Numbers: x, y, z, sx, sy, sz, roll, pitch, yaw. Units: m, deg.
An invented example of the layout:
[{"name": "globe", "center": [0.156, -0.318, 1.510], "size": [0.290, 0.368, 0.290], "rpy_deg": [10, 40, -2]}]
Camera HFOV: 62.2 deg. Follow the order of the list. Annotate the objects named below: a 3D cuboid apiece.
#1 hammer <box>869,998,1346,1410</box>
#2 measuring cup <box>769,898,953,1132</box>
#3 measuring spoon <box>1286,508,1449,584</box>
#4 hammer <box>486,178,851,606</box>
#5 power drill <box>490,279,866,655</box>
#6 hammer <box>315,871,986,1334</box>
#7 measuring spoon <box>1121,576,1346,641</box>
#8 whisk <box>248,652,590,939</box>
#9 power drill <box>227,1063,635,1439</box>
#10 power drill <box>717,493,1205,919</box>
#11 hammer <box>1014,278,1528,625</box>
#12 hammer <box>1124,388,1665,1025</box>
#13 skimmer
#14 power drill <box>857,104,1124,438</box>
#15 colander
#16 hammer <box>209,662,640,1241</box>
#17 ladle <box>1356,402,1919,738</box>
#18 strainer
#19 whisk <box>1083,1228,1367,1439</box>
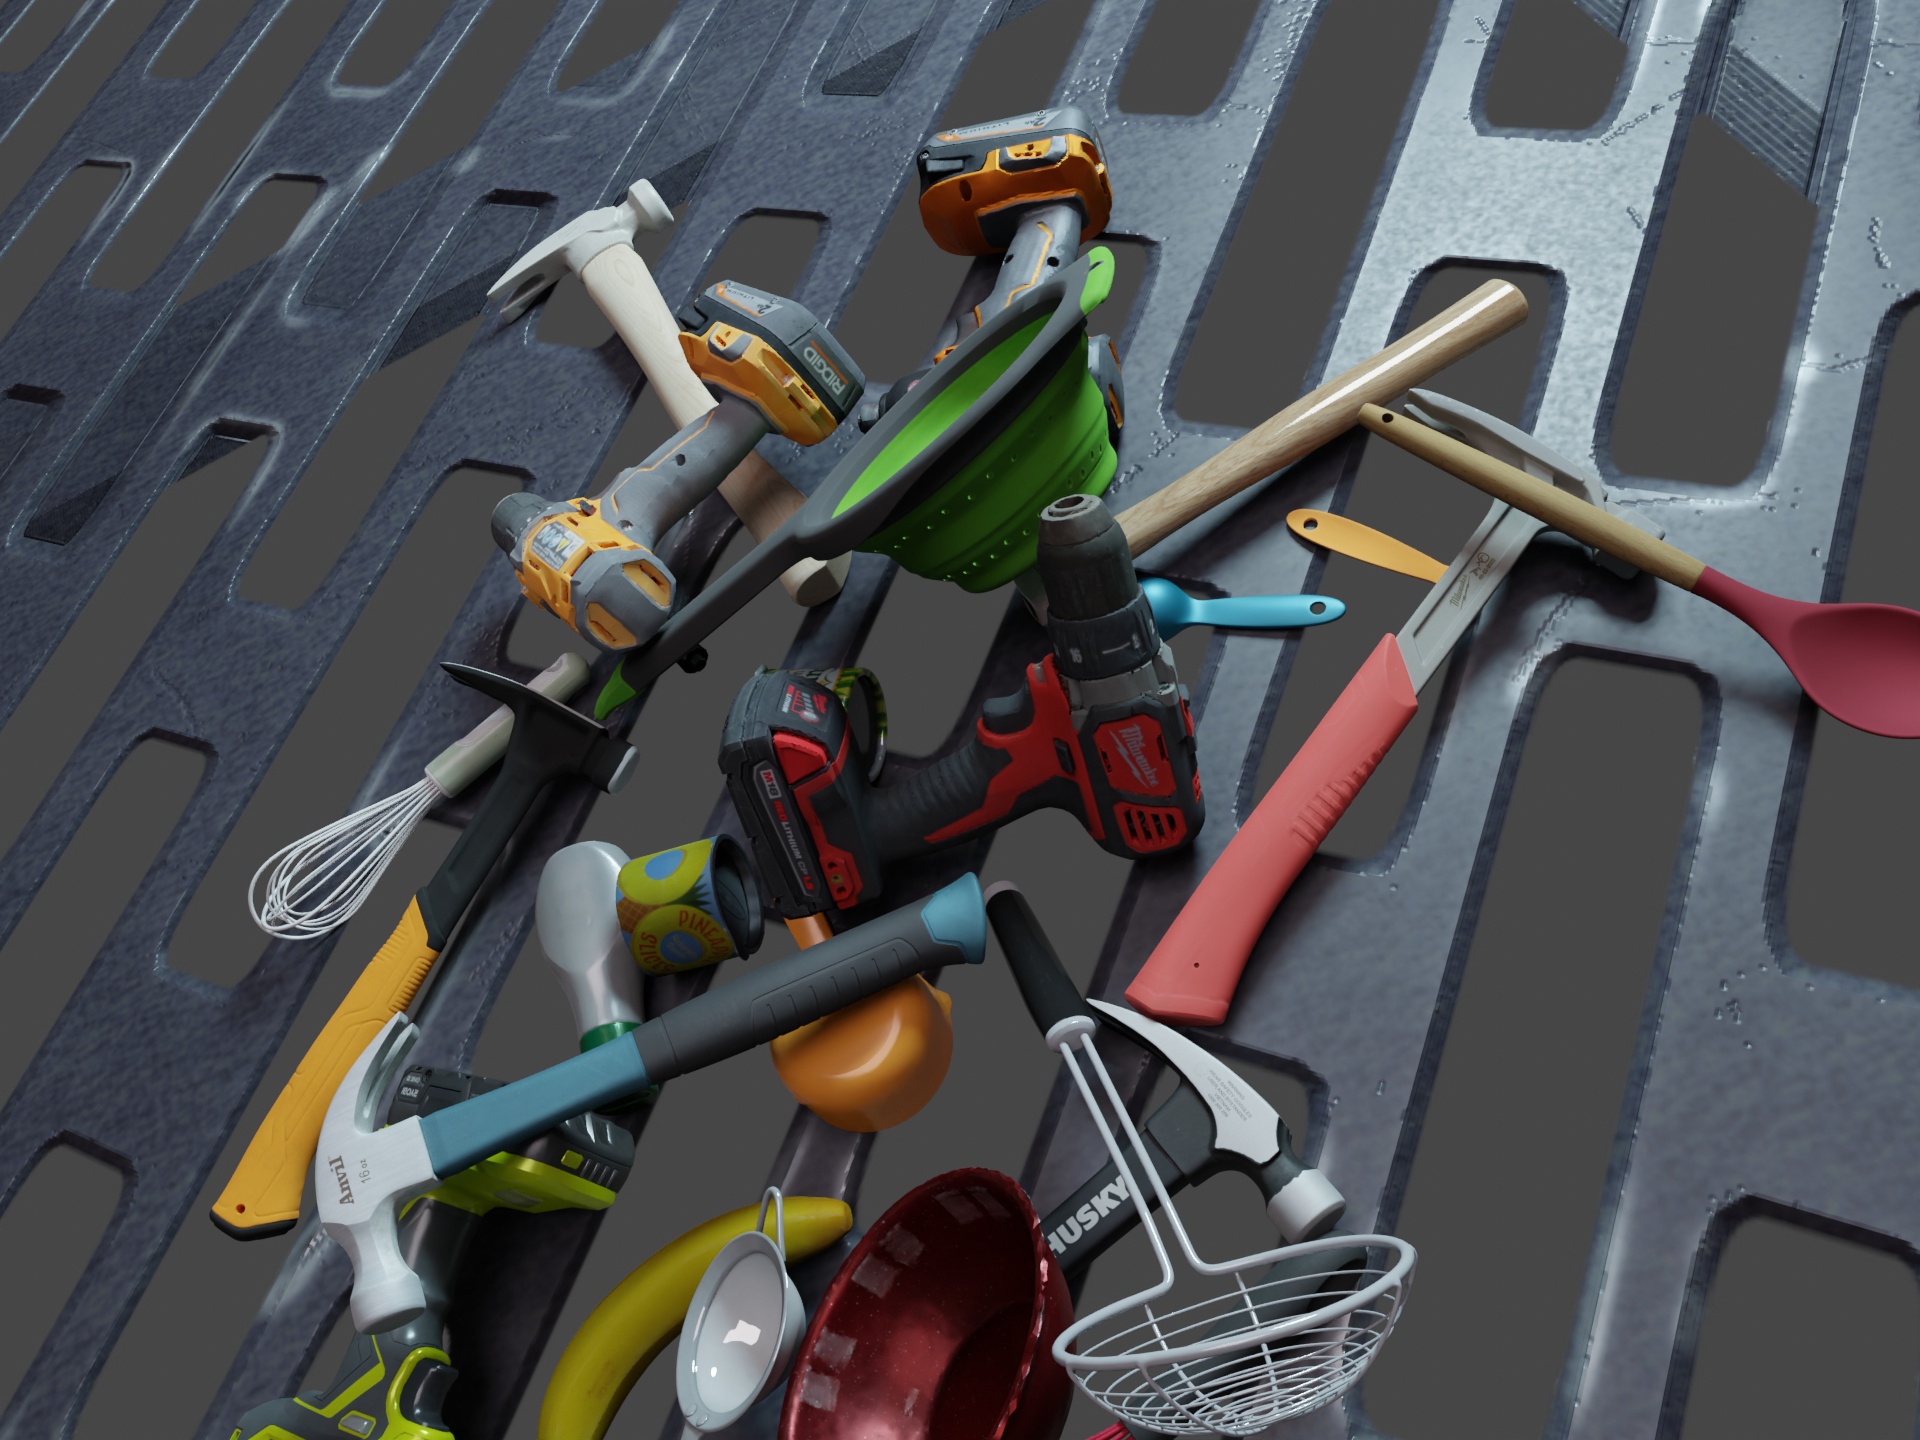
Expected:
[{"name": "hammer", "center": [0.001, 0.270, 0.725], "size": [0.335, 0.035, 0.146], "rpy_deg": [-39, 57, -5]}, {"name": "measuring cup", "center": [-0.072, 0.127, 0.820], "size": [0.095, 0.052, 0.174], "rpy_deg": [-32, 58, 0]}, {"name": "measuring spoon", "center": [0.228, -0.091, 0.868], "size": [0.117, 0.011, 0.021], "rpy_deg": [29, 75, 34]}, {"name": "hammer", "center": [-0.192, -0.215, 1.068], "size": [0.146, 0.038, 0.411], "rpy_deg": [-35, 57, 0]}, {"name": "power drill", "center": [-0.184, -0.157, 0.961], "size": [0.226, 0.084, 0.185], "rpy_deg": [-50, 41, -7]}, {"name": "hammer", "center": [-0.135, 0.154, 0.744], "size": [0.331, 0.033, 0.128], "rpy_deg": [-22, 66, -12]}, {"name": "measuring spoon", "center": [0.145, -0.064, 0.871], "size": [0.128, 0.021, 0.042], "rpy_deg": [1, 62, 22]}, {"name": "whisk", "center": [-0.323, 0.042, 0.963], "size": [0.246, 0.059, 0.058], "rpy_deg": [-42, 29, -12]}, {"name": "power drill", "center": [-0.243, 0.291, 0.754], "size": [0.190, 0.080, 0.229], "rpy_deg": [-1, 60, 37]}, {"name": "power drill", "center": [-0.001, -0.003, 0.790], "size": [0.226, 0.187, 0.080], "rpy_deg": [-13, 26, 9]}, {"name": "hammer", "center": [0.174, -0.155, 0.898], "size": [0.331, 0.031, 0.130], "rpy_deg": [-32, 43, -5]}, {"name": "hammer", "center": [0.193, -0.001, 0.799], "size": [0.149, 0.036, 0.359], "rpy_deg": [36, 79, 17]}, {"name": "skimmer", "center": [0.061, 0.144, 0.657], "size": [0.127, 0.090, 0.364], "rpy_deg": [-15, 29, -8]}, {"name": "power drill", "center": [0.019, -0.266, 0.999], "size": [0.164, 0.084, 0.227], "rpy_deg": [-6, 64, 17]}, {"name": "colander", "center": [-0.045, -0.092, 0.882], "size": [0.397, 0.094, 0.205], "rpy_deg": [-36, 19, 23]}, {"name": "hammer", "center": [-0.320, 0.130, 0.900], "size": [0.127, 0.034, 0.337], "rpy_deg": [27, 75, 5]}, {"name": "ladle", "center": [0.335, -0.081, 0.777], "size": [0.315, 0.031, 0.069], "rpy_deg": [32, 75, 17]}, {"name": "strainer", "center": [-0.126, 0.333, 0.695], "size": [0.087, 0.050, 0.258], "rpy_deg": [1, 58, 58]}, {"name": "whisk", "center": [0.058, 0.314, 0.668], "size": [0.296, 0.073, 0.073], "rpy_deg": [-37, 56, -10]}]
